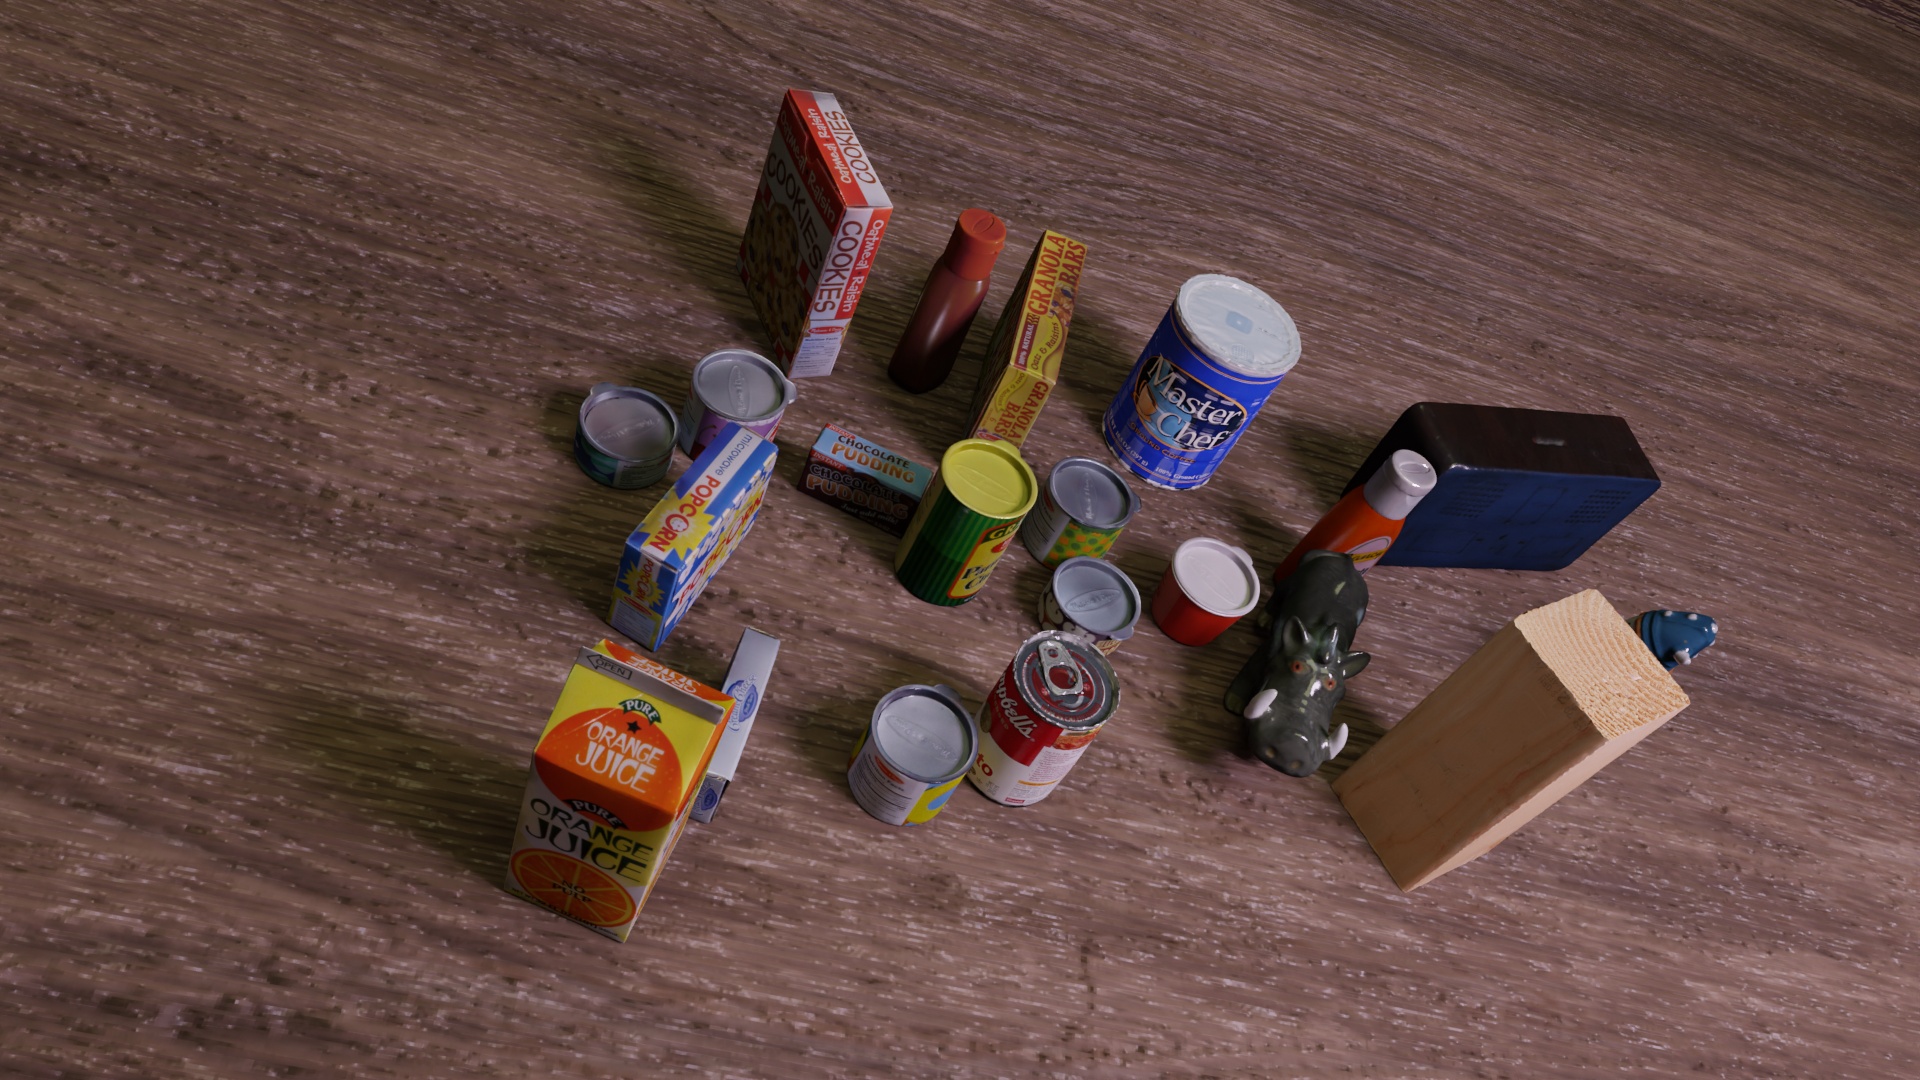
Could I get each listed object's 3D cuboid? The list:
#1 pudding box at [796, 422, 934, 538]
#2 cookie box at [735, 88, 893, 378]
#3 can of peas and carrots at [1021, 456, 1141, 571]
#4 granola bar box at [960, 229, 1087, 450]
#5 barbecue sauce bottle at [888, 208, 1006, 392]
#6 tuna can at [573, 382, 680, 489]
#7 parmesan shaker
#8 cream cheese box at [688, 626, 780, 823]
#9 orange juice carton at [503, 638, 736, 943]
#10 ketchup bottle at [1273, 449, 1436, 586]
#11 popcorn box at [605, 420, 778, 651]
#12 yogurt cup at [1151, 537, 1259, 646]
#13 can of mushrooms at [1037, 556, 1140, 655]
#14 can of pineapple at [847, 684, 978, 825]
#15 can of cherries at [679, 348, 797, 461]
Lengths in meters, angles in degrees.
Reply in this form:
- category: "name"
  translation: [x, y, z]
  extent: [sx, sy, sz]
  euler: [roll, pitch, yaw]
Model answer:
- category: "pudding box"
  translation: [-0.066, -0.042, 0.961]
  extent: [0.084, 0.049, 0.030]
  euler: [25, 47, -3]
- category: "cookie box"
  translation: [-0.111, -0.220, 1.009]
  extent: [0.040, 0.166, 0.123]
  euler: [-8, 57, -30]
- category: "can of peas and carrots"
  translation: [0.086, -0.017, 1.004]
  extent: [0.071, 0.058, 0.071]
  euler: [13, 49, -15]
- category: "granola bar box"
  translation: [0.044, -0.135, 1.037]
  extent: [0.039, 0.123, 0.166]
  euler: [22, 47, -7]
- category: "barbecue sauce bottle"
  translation: [-0.008, -0.179, 1.034]
  extent: [0.044, 0.147, 0.065]
  euler: [36, 47, 7]
- category: "tuna can"
  translation: [-0.224, -0.070, 0.925]
  extent: [0.071, 0.032, 0.071]
  euler: [13, 49, -15]
- category: "parmesan shaker"
  translation: [0.003, -0.012, 0.931]
  extent: [0.071, 0.102, 0.072]
  euler: [13, 49, -15]
- category: "cream cheese box"
  translation: [-0.134, 0.106, 0.805]
  extent: [0.024, 0.053, 0.104]
  euler: [21, 47, -7]
- category: "orange juice carton"
  translation: [-0.167, 0.118, 0.685]
  extent: [0.072, 0.191, 0.073]
  euler: [25, 47, -3]
- category: "ketchup bottle"
  translation: [0.294, -0.008, 1.028]
  extent: [0.065, 0.148, 0.044]
  euler: [-2, 54, -26]
- category: "popcorn box"
  translation: [-0.165, -0.004, 0.861]
  extent: [0.038, 0.084, 0.127]
  euler: [30, 47, 1]
- category: "yogurt cup"
  translation: [0.173, 0.040, 0.999]
  extent: [0.072, 0.053, 0.073]
  euler: [13, 49, -15]
- category: "can of mushrooms"
  translation: [0.090, 0.049, 0.968]
  extent: [0.071, 0.033, 0.071]
  euler: [13, 49, -15]
- category: "can of pineapple"
  translation: [-0.028, 0.128, 0.832]
  extent: [0.071, 0.057, 0.071]
  euler: [13, 49, -15]
- category: "can of cherries"
  translation: [-0.154, -0.087, 0.953]
  extent: [0.071, 0.058, 0.072]
  euler: [13, 49, -15]
